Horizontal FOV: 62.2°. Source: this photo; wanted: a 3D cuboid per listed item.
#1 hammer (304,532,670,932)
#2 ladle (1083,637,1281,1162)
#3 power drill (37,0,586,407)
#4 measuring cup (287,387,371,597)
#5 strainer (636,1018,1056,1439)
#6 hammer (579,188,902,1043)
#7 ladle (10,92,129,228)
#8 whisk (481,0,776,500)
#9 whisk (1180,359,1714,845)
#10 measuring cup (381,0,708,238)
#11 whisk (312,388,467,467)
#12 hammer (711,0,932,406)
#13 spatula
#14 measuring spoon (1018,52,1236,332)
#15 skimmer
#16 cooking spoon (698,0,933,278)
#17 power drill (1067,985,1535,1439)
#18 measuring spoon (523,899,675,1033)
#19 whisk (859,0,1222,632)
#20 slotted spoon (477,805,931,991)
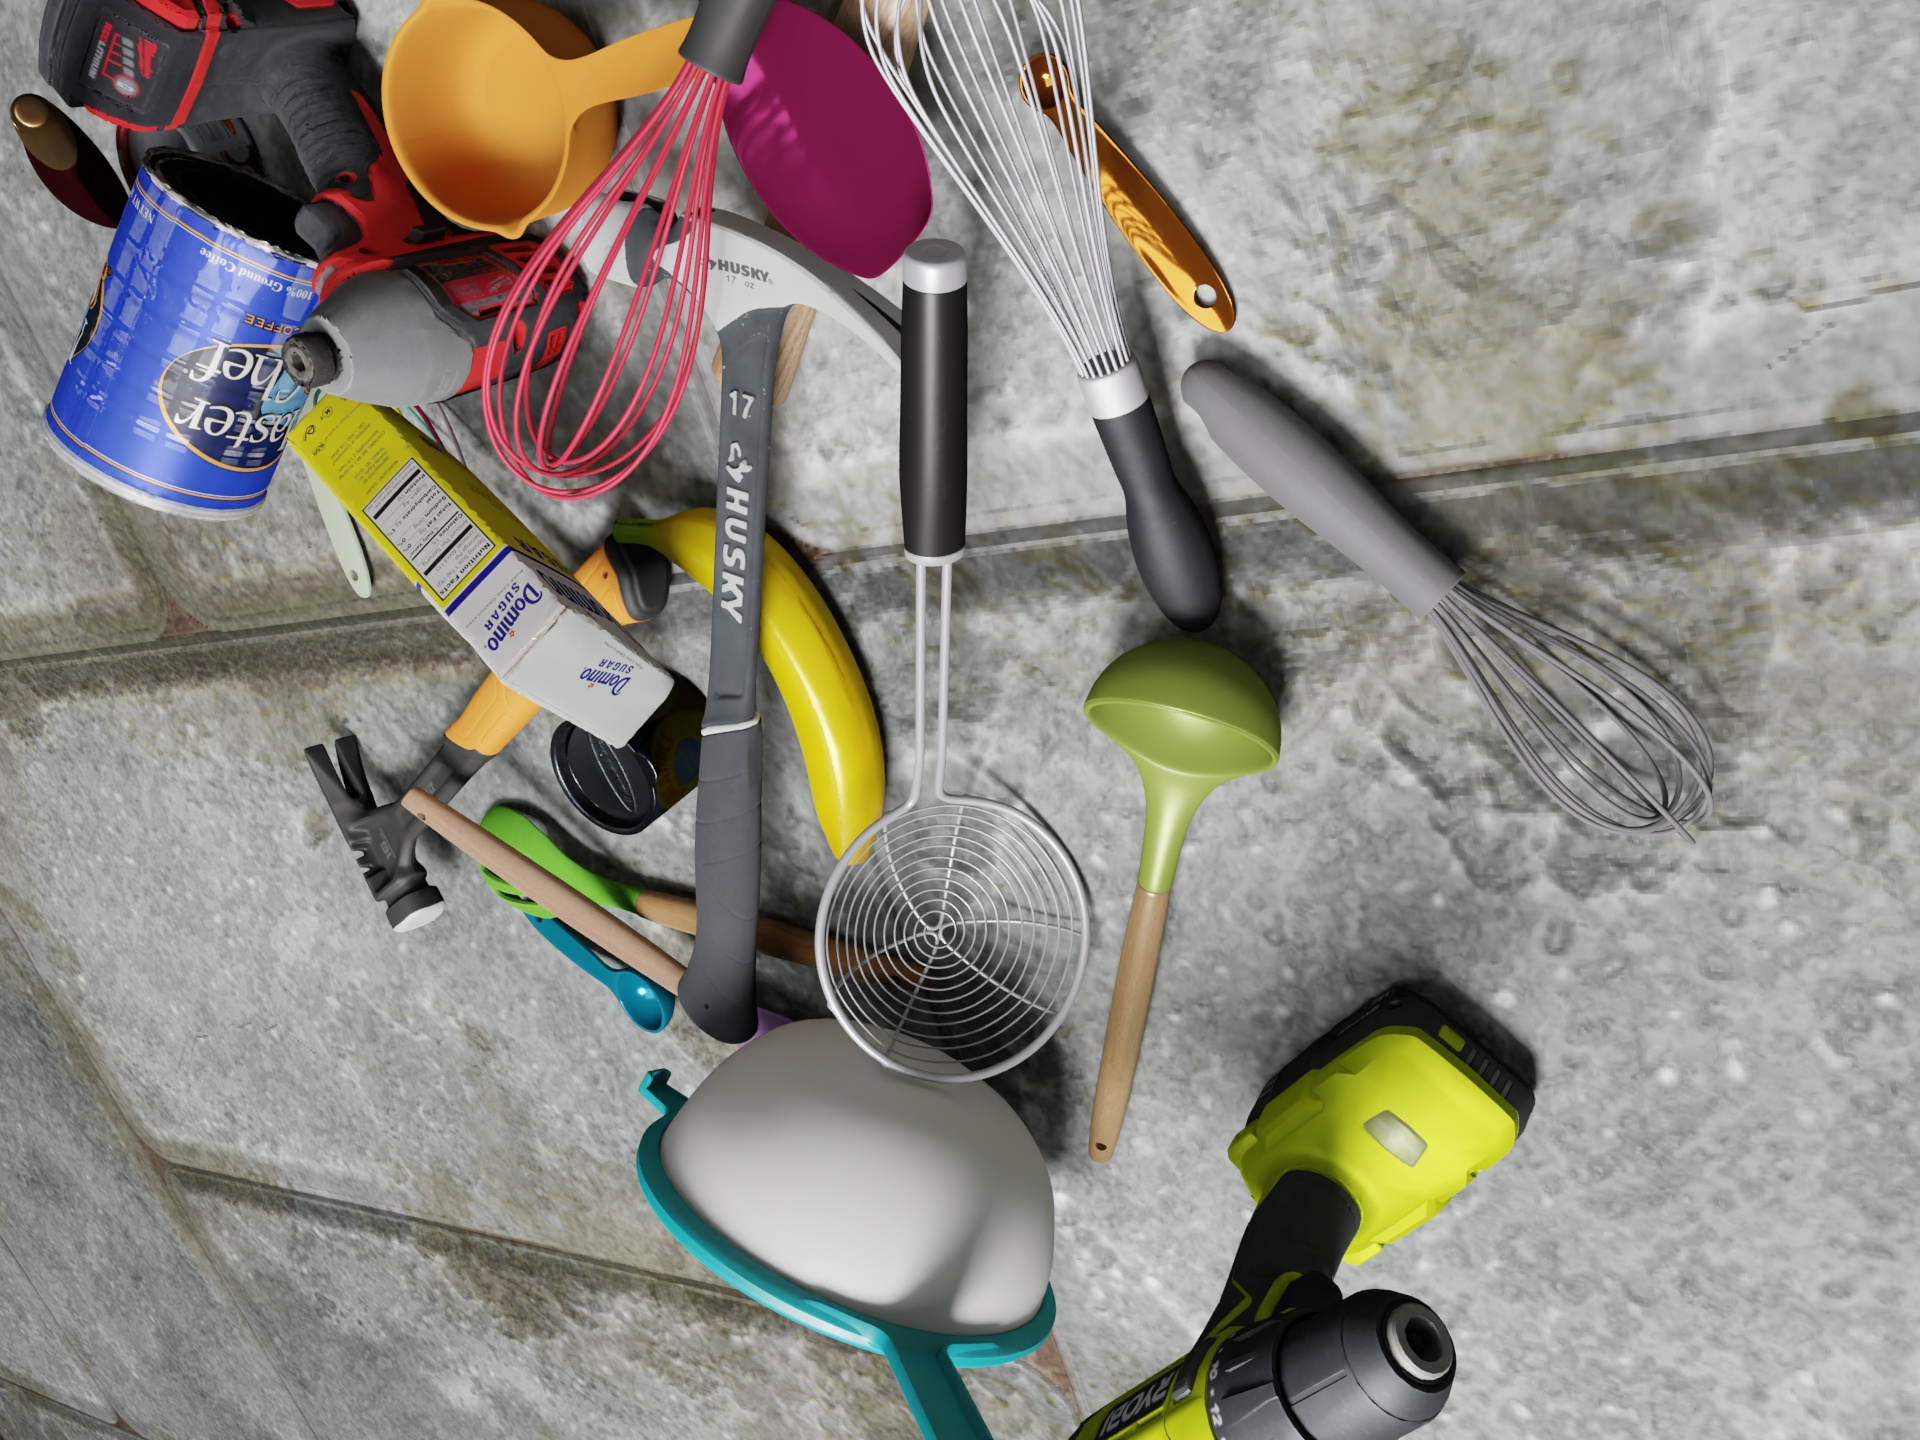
[{"bbox_3d":[-0.257,-0.006,0.859,0.337,0.034,0.127,-38,79,39],"label":"hammer"},{"bbox_3d":[0.078,0.098,0.694,0.078,0.062,0.320,15,128,12],"label":"ladle"},{"bbox_3d":[-0.273,-0.227,0.671,0.219,0.143,0.078,50,129,0],"label":"power drill"},{"bbox_3d":[-0.364,-0.138,0.854,0.083,0.038,0.167,-3,114,35],"label":"measuring cup"},{"bbox_3d":[-0.018,0.212,0.686,0.211,0.340,0.095,21,94,-20],"label":"strainer"},{"bbox_3d":[-0.096,-0.014,0.703,0.149,0.036,0.408,20,125,19],"label":"hammer"},{"bbox_3d":[-0.372,-0.236,0.656,0.069,0.031,0.316,59,166,-26],"label":"ladle"},{"bbox_3d":[-0.093,-0.205,0.546,0.073,0.073,0.295,34,114,11],"label":"whisk"},{"bbox_3d":[0.166,-0.044,0.554,0.239,0.055,0.055,44,133,8],"label":"whisk"},{"bbox_3d":[-0.146,-0.254,0.634,0.173,0.052,0.095,-6,113,23],"label":"measuring cup"},{"bbox_3d":[-0.236,-0.088,0.770,0.245,0.051,0.047,49,121,14],"label":"whisk"},{"bbox_3d":[-0.026,-0.247,0.566,0.130,0.031,0.331,38,132,9],"label":"hammer"},{"bbox_3d":[-0.168,0.130,0.869,0.316,0.018,0.059,36,132,-6],"label":"spatula"},{"bbox_3d":[0.061,-0.186,0.561,0.021,0.011,0.117,-32,101,41],"label":"measuring spoon"},{"bbox_3d":[-0.001,-0.002,0.630,0.090,0.127,0.363,-116,20,-46],"label":"skimmer"},{"bbox_3d":[-0.109,-0.296,0.571,0.068,0.017,0.319,-38,85,37],"label":"cooking spoon"},{"bbox_3d":[0.138,0.206,0.601,0.080,0.228,0.190,41,132,6],"label":"power drill"},{"bbox_3d":[-0.213,0.139,0.946,0.129,0.021,0.042,32,132,26],"label":"measuring spoon"},{"bbox_3d":[0.043,-0.144,0.545,0.070,0.070,0.284,-1,131,34],"label":"whisk"},{"bbox_3d":[-0.155,0.104,0.874,0.314,0.031,0.070,11,119,27],"label":"slotted spoon"}]
